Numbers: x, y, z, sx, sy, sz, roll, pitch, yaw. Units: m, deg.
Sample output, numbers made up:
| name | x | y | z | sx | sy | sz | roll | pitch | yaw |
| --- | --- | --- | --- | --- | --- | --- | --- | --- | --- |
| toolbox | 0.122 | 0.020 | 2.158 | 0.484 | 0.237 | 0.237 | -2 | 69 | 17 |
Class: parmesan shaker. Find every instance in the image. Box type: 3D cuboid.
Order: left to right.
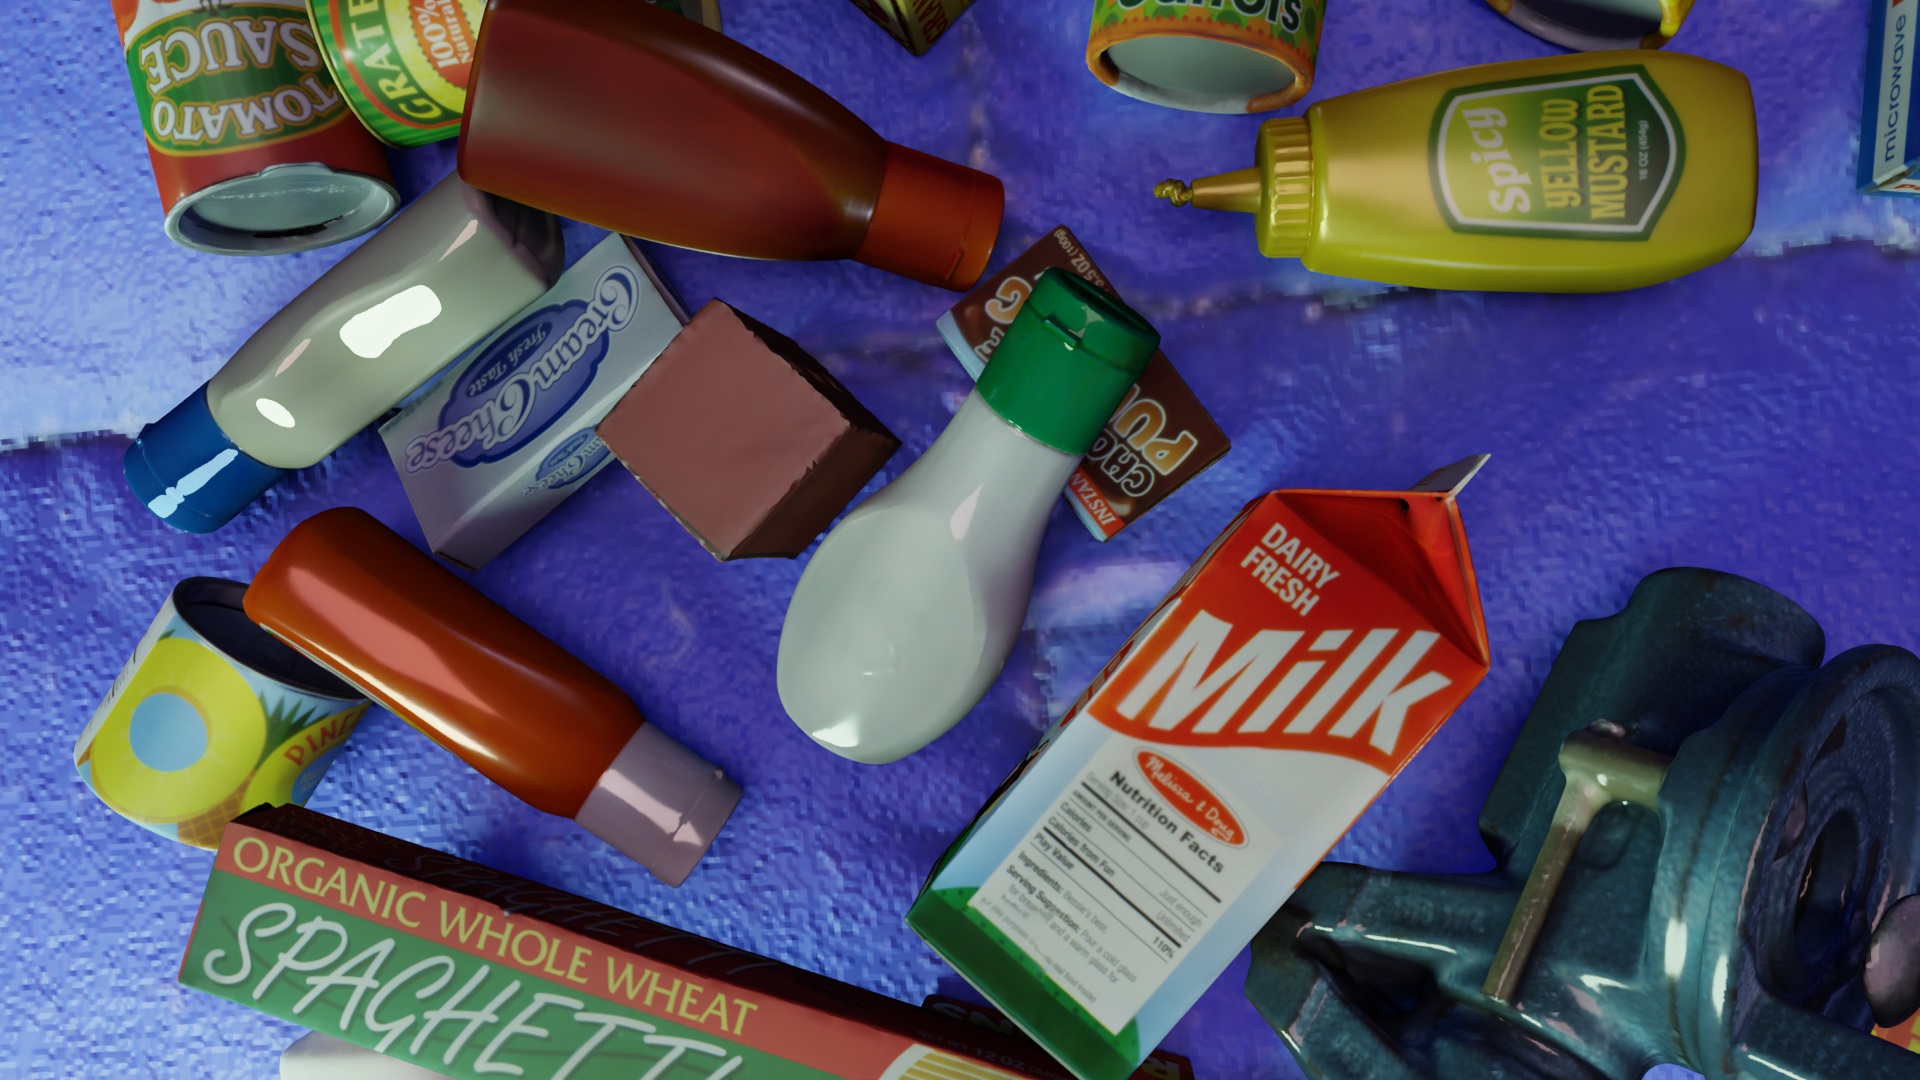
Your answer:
| name | x | y | z | sx | sy | sz | roll | pitch | yaw |
| --- | --- | --- | --- | --- | --- | --- | --- | --- | --- |
| parmesan shaker | -0.132 | -0.165 | 0.417 | 0.103 | 0.071 | 0.071 | -12 | 88 | 6 |

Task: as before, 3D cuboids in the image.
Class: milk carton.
| name | x | y | z | sx | sy | sz | roll | pitch | yaw |
| --- | --- | --- | --- | --- | --- | --- | --- | --- | --- |
| milk carton | 0.076 | 0.050 | 0.388 | 0.073 | 0.072 | 0.190 | 41 | 94 | 5 |

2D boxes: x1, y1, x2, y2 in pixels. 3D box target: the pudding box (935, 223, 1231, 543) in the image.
| name | x | y | z | sx | sy | sz | roll | pitch | yaw |
| --- | --- | --- | --- | --- | --- | --- | --- | --- | --- |
| pudding box | 0.036 | -0.046 | 0.415 | 0.049 | 0.030 | 0.084 | -37 | 85 | 6 |

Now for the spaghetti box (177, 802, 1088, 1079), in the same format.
| name | x | y | z | sx | sy | sz | roll | pitch | yaw |
| --- | --- | --- | --- | --- | --- | --- | --- | --- | --- |
| spaghetti box | -0.091 | 0.133 | 0.382 | 0.250 | 0.028 | 0.050 | 16 | 89 | 5 |

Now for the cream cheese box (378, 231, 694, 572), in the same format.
| name | x | y | z | sx | sy | sz | roll | pitch | yaw |
| --- | --- | --- | --- | --- | --- | --- | --- | --- | --- |
| cream cheese box | -0.127 | -0.044 | 0.427 | 0.104 | 0.024 | 0.053 | -39 | 62 | 4 |

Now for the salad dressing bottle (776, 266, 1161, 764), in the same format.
| name | x | y | z | sx | sy | sz | roll | pitch | yaw |
| --- | --- | --- | --- | --- | --- | --- | --- | --- | --- |
| salad dressing bottle | 0.001 | -0.005 | 0.390 | 0.064 | 0.044 | 0.147 | 39 | 111 | 16 |

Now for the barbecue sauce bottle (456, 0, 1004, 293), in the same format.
| name | x | y | z | sx | sy | sz | roll | pitch | yaw |
| --- | --- | --- | --- | --- | --- | --- | --- | --- | --- |
| barbecue sauce bottle | -0.062 | -0.109 | 0.396 | 0.148 | 0.064 | 0.044 | 15 | 46 | -17 |

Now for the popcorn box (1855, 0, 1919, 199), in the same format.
| name | x | y | z | sx | sy | sz | roll | pitch | yaw |
| --- | --- | --- | --- | --- | --- | --- | --- | --- | --- |
| popcorn box | 0.305 | -0.158 | 0.384 | 0.085 | 0.038 | 0.126 | 5 | 89 | 7 |

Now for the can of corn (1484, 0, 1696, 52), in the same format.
| name | x | y | z | sx | sy | sz | roll | pitch | yaw |
| --- | --- | --- | --- | --- | --- | --- | --- | --- | --- |
| can of corn | 0.180 | -0.178 | 0.382 | 0.071 | 0.071 | 0.058 | 31 | 93 | 6 |

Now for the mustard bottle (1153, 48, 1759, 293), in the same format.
| name | x | y | z | sx | sy | sz | roll | pitch | yaw |
| --- | --- | --- | --- | --- | --- | --- | --- | --- | --- |
| mustard bottle | 0.136 | -0.101 | 0.396 | 0.160 | 0.049 | 0.065 | -2 | 87 | 6 |

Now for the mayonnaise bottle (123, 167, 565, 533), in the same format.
| name | x | y | z | sx | sy | sz | roll | pitch | yaw |
| --- | --- | --- | --- | --- | --- | --- | --- | --- | --- |
| mayonnaise bottle | -0.189 | -0.057 | 0.426 | 0.148 | 0.065 | 0.041 | -34 | 124 | 11 |

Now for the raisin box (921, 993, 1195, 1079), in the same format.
| name | x | y | z | sx | sy | sz | roll | pitch | yaw |
| --- | --- | --- | --- | --- | --- | --- | --- | --- | --- |
| raisin box | 0.015 | 0.207 | 0.407 | 0.086 | 0.040 | 0.123 | 12 | 89 | 7 |

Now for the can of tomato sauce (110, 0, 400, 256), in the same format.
| name | x | y | z | sx | sy | sz | roll | pitch | yaw |
| --- | --- | --- | --- | --- | --- | --- | --- | --- | --- |
| can of tomato sauce | -0.217 | -0.139 | 0.425 | 0.071 | 0.071 | 0.083 | -16 | 87 | 6 |

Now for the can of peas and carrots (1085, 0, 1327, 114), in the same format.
| name | x | y | z | sx | sy | sz | roll | pitch | yaw |
| --- | --- | --- | --- | --- | --- | --- | --- | --- | --- |
| can of peas and carrots | 0.072 | -0.160 | 0.393 | 0.071 | 0.071 | 0.058 | 10 | 91 | 6 |

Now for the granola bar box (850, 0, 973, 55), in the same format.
| name | x | y | z | sx | sy | sz | roll | pitch | yaw |
| --- | --- | --- | --- | --- | --- | --- | --- | --- | --- |
| granola bar box | -0.068 | -0.219 | 0.383 | 0.165 | 0.124 | 0.039 | 43 | 94 | 6 |

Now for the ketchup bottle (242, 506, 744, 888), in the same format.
| name | x | y | z | sx | sy | sz | roll | pitch | yaw |
| --- | --- | --- | --- | --- | --- | --- | --- | --- | --- |
| ketchup bottle | -0.136 | 0.048 | 0.418 | 0.149 | 0.064 | 0.043 | 35 | 85 | -2 |

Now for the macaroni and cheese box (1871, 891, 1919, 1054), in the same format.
| name | x | y | z | sx | sy | sz | roll | pitch | yaw |
| --- | --- | --- | --- | --- | --- | --- | --- | --- | --- |
| macaroni and cheese box | 0.325 | 0.094 | 0.375 | 0.124 | 0.040 | 0.166 | 23 | 91 | 7 |

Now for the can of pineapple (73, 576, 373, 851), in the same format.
| name | x | y | z | sx | sy | sz | roll | pitch | yaw |
| --- | --- | --- | --- | --- | --- | --- | --- | --- | --- |
| can of pineapple | -0.220 | 0.053 | 0.423 | 0.071 | 0.071 | 0.058 | 34 | 93 | 6 |
